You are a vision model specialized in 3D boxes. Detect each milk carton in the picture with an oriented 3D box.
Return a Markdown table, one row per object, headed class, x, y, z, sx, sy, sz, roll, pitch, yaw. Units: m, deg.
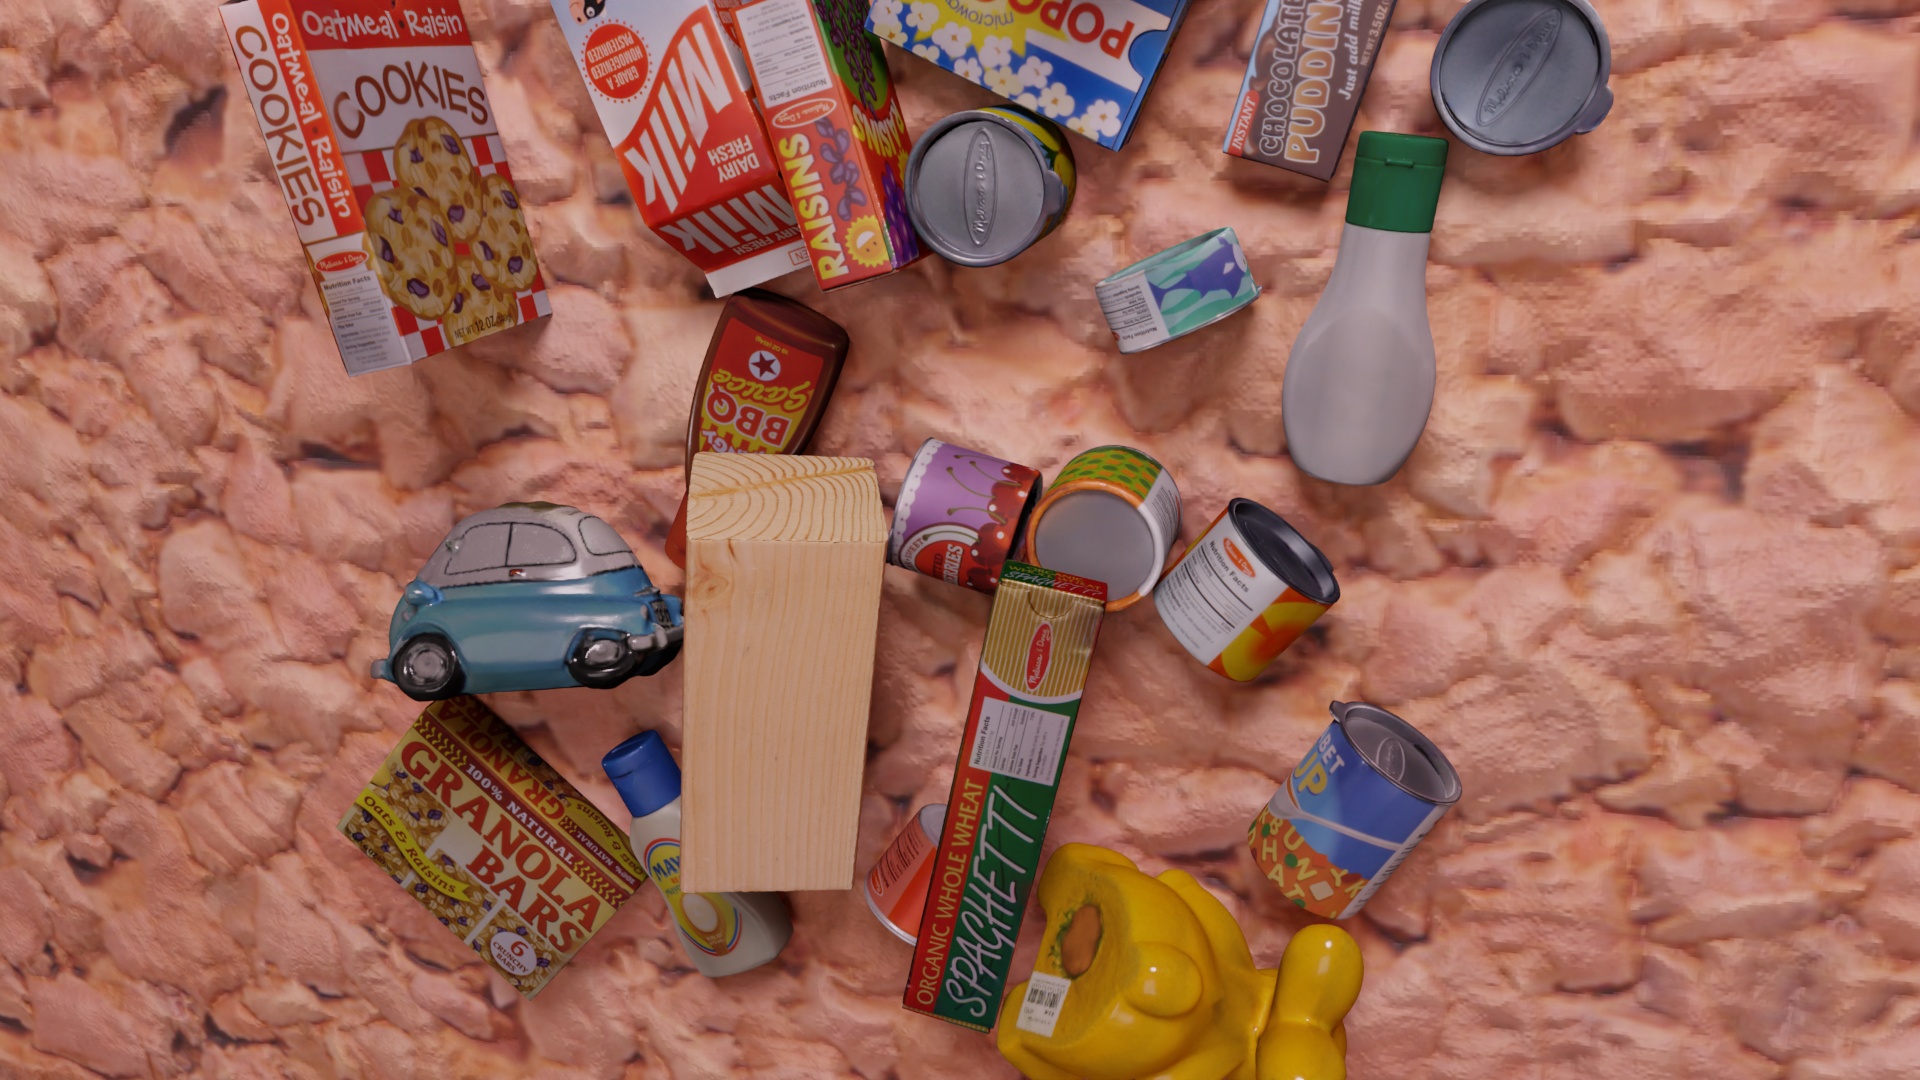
| class | x | y | z | sx | sy | sz | roll | pitch | yaw |
| --- | --- | --- | --- | --- | --- | --- | --- | --- | --- |
| milk carton | -0.120 | -0.210 | 0.633 | 0.072 | 0.074 | 0.190 | -15 | 105 | 22 |

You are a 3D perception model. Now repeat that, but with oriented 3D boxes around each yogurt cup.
| class | x | y | z | sx | sy | sz | roll | pitch | yaw |
| --- | --- | --- | --- | --- | --- | --- | --- | --- | --- |
| yogurt cup | -0.011 | 0.180 | 0.750 | 0.072 | 0.072 | 0.053 | 31 | 108 | 4 |

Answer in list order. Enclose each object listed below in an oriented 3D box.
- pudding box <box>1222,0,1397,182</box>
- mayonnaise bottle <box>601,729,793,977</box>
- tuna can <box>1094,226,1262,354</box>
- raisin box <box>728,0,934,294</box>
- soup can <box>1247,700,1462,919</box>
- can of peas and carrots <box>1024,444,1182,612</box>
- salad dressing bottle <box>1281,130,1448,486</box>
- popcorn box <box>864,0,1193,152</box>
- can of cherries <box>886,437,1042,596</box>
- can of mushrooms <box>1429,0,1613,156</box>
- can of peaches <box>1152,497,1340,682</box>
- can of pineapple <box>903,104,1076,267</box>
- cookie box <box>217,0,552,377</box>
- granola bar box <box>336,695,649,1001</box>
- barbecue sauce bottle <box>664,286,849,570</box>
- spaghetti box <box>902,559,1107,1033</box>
| class | x | y | z | sx | sy | sz | roll | pitch | yaw |
| --- | --- | --- | --- | --- | --- | --- | --- | --- | --- |
| pudding box | 0.146 | -0.198 | 0.579 | 0.050 | 0.030 | 0.083 | 20 | 114 | 10 |
| mayonnaise bottle | -0.157 | 0.182 | 0.807 | 0.064 | 0.041 | 0.148 | -22 | 102 | 25 |
| tuna can | 0.096 | -0.111 | 0.608 | 0.071 | 0.071 | 0.032 | -20 | 102 | 23 |
| raisin box | -0.051 | -0.179 | 0.616 | 0.040 | 0.086 | 0.123 | -13 | 105 | 16 |
| soup can | 0.185 | 0.128 | 0.668 | 0.071 | 0.071 | 0.083 | 32 | 116 | 4 |
| can of peas and carrots | 0.066 | -0.006 | 0.659 | 0.071 | 0.059 | 0.070 | 6 | 111 | 15 |
| salad dressing bottle | 0.178 | -0.099 | 0.599 | 0.064 | 0.044 | 0.147 | 11 | 111 | 15 |
| popcorn box | 0.032 | -0.234 | 0.597 | 0.127 | 0.038 | 0.085 | 28 | 114 | 6 |
| can of cherries | 0.002 | -0.008 | 0.671 | 0.058 | 0.072 | 0.071 | 18 | 114 | 9 |
| can of mushrooms | 0.225 | -0.188 | 0.556 | 0.071 | 0.033 | 0.070 | 6 | 110 | 15 |
| can of peaches | 0.133 | 0.024 | 0.647 | 0.071 | 0.071 | 0.058 | 40 | 116 | 0 |
| can of pineapple | 0.016 | -0.158 | 0.618 | 0.071 | 0.058 | 0.070 | 6 | 112 | 15 |
| cookie box | -0.265 | -0.175 | 0.663 | 0.040 | 0.123 | 0.167 | -7 | 107 | 19 |
| granola bar box | -0.285 | 0.187 | 0.850 | 0.165 | 0.039 | 0.123 | 42 | 116 | -2 |
| barbecue sauce bottle | -0.110 | -0.050 | 0.705 | 0.065 | 0.044 | 0.147 | 25 | 116 | -2 |
| spaghetti box | 0.018 | 0.129 | 0.669 | 0.050 | 0.029 | 0.248 | 14 | 113 | 4 |
